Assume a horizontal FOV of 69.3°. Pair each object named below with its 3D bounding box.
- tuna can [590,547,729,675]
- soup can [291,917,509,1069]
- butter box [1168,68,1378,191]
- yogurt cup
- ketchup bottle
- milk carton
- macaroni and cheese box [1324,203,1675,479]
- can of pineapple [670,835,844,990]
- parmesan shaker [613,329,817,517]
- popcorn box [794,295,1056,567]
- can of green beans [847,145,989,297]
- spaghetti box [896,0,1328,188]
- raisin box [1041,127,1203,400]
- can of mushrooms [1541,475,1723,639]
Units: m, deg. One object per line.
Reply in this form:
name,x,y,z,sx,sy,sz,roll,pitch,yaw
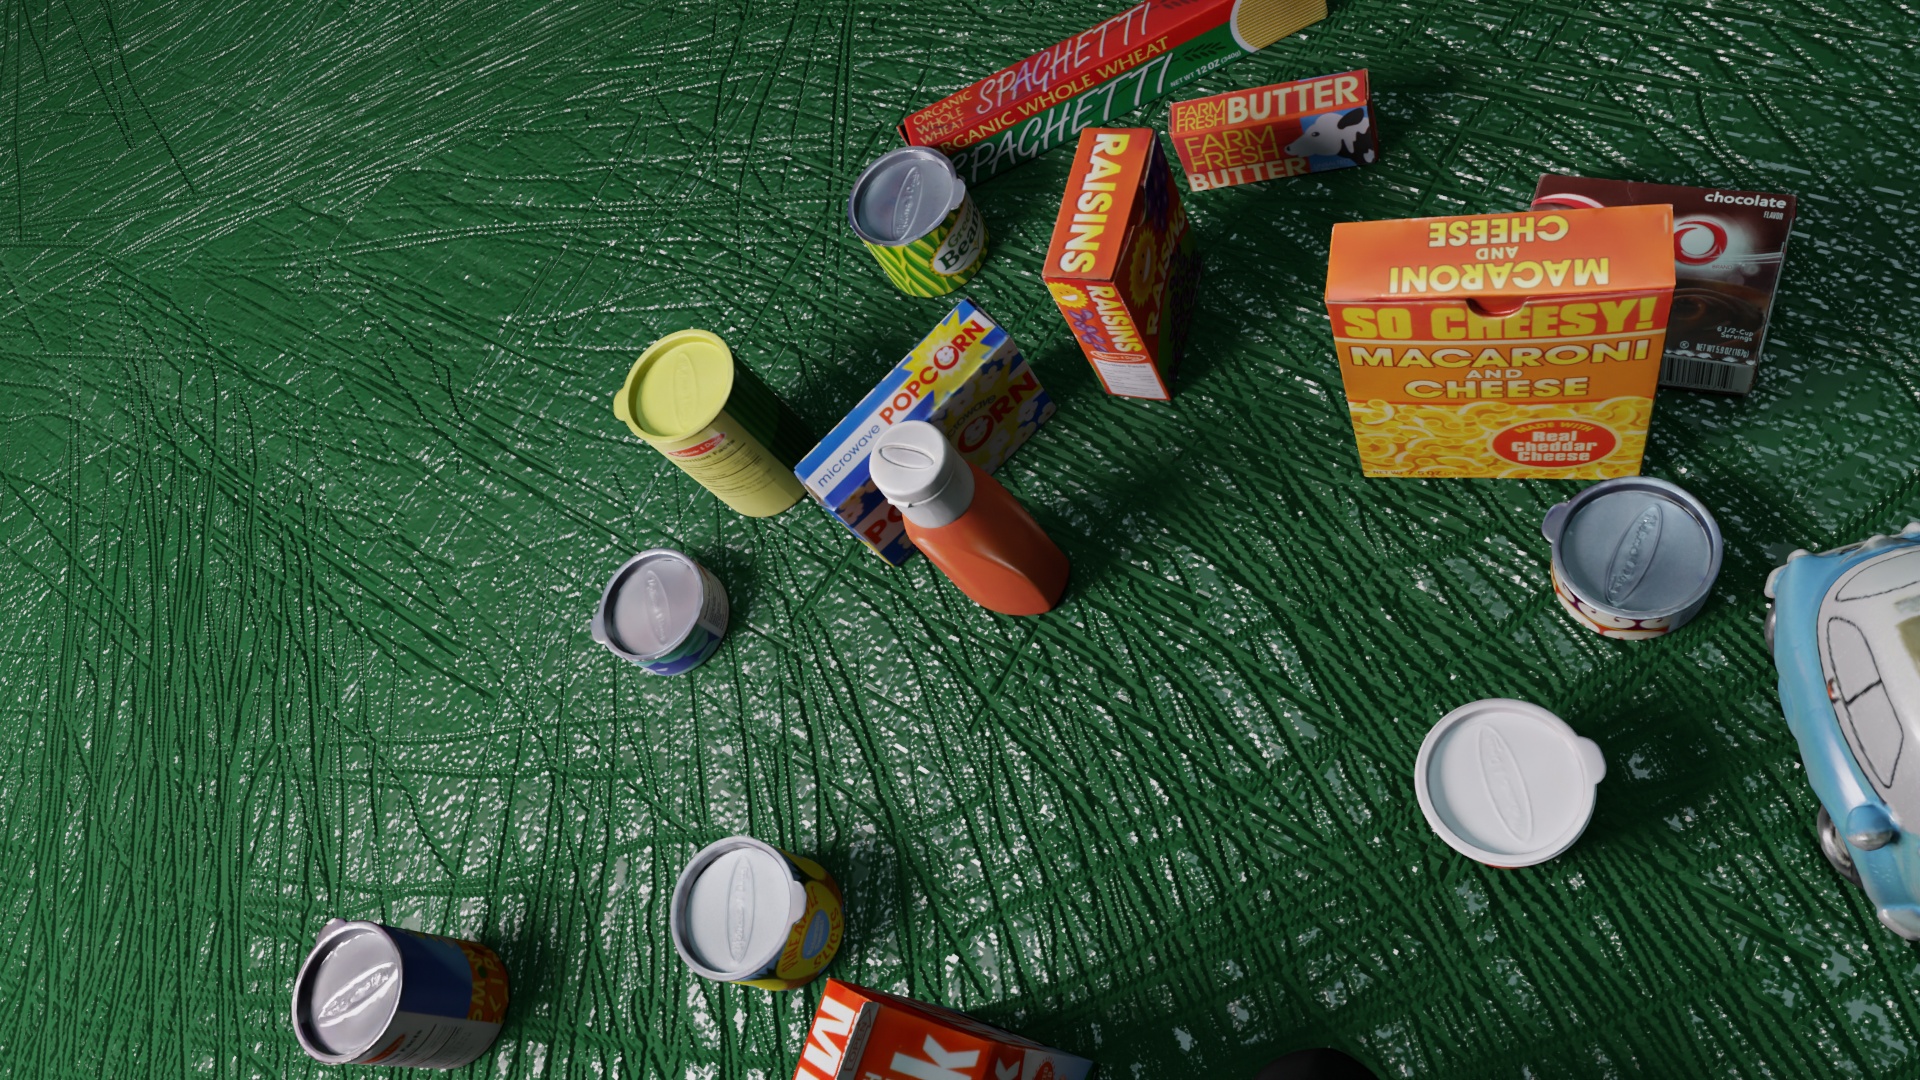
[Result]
tuna can,-0.166,0.041,0.771,0.071,0.032,0.071,-8,65,18
soup can,-0.283,0.230,0.706,0.071,0.083,0.071,-8,66,19
butter box,0.167,-0.217,0.740,0.103,0.053,0.024,-4,67,20
yogurt cup,0.226,0.105,0.577,0.072,0.054,0.072,-8,65,18
ketchup bottle,0.002,-0.008,0.659,0.065,0.148,0.043,15,75,26
milk carton,-0.012,0.222,0.541,0.073,0.190,0.072,12,73,26
macaroni and cheese box,0.228,-0.076,0.589,0.124,0.166,0.040,1,69,22
can of pineapple,-0.095,0.181,0.668,0.071,0.057,0.071,-8,66,18
parmesan shaker,-0.131,-0.061,0.761,0.071,0.103,0.071,-8,66,19
popcorn box,-0.016,-0.053,0.723,0.127,0.085,0.038,-45,60,-1
can of green beans,-0.023,-0.182,0.797,0.071,0.057,0.071,-8,66,18
spaghetti box,0.086,-0.270,0.796,0.250,0.050,0.029,-23,62,11
raisin box,0.085,-0.135,0.696,0.040,0.123,0.086,9,72,25
can of mushrooms,0.290,0.007,0.605,0.071,0.033,0.071,-8,65,18
